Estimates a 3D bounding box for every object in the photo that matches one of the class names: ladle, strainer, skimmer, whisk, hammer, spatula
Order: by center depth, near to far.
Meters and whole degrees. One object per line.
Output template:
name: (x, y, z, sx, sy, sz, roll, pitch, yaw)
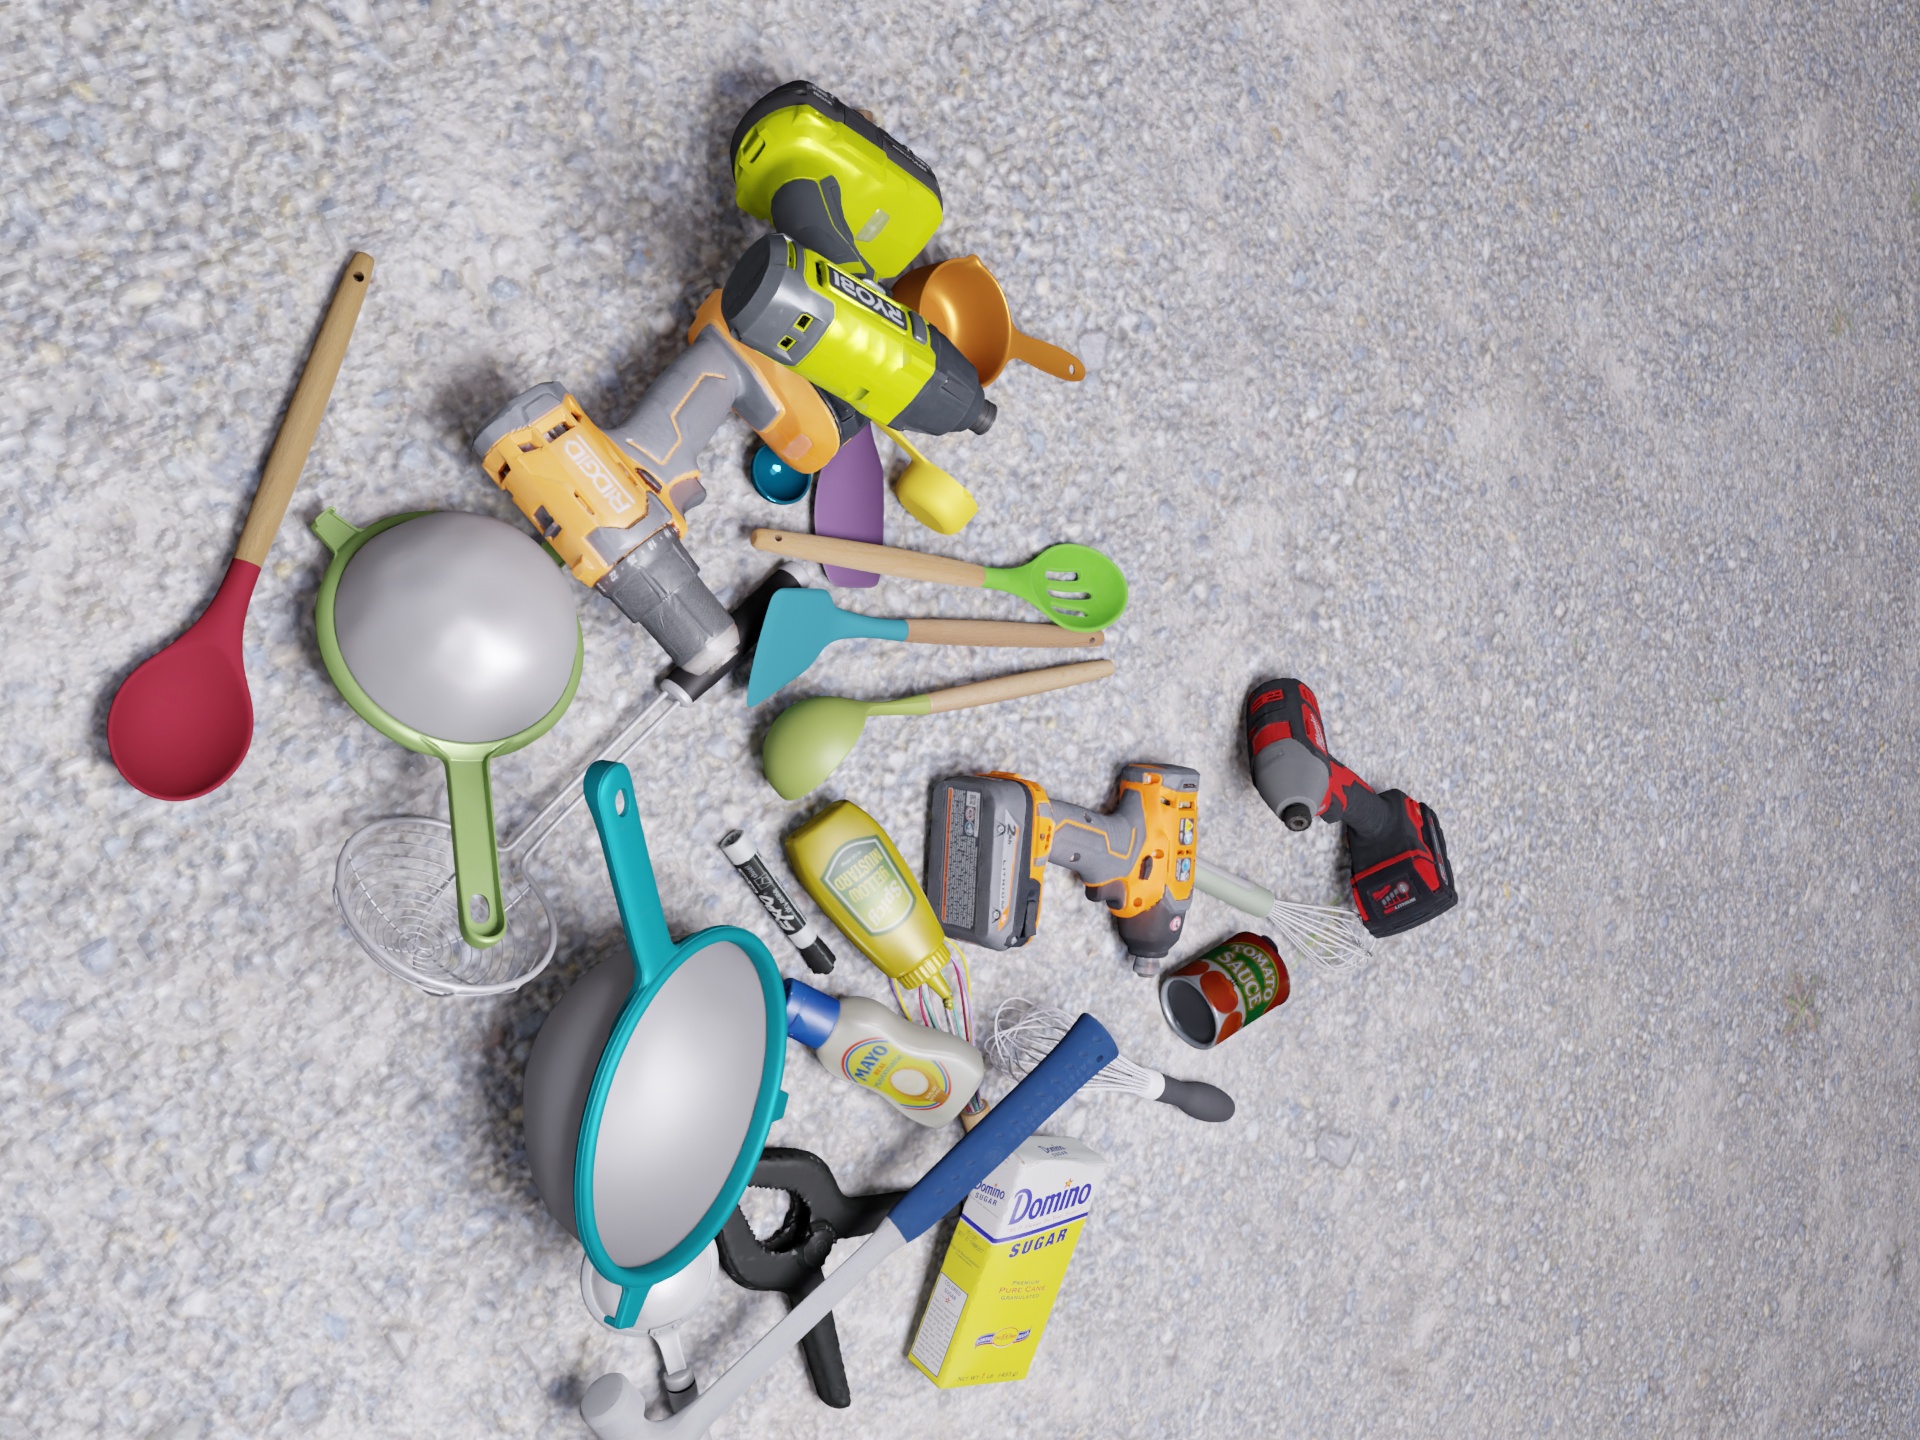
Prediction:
ladle: (-0.374, -0.109, 0.851, 0.069, 0.031, 0.315, 23, 78, -33)
strainer: (-0.259, -0.009, 0.857, 0.151, 0.069, 0.256, 3, 67, -36)
strainer: (-0.199, 0.163, 0.909, 0.211, 0.095, 0.340, -51, 143, -49)
skimmer: (-0.206, 0.014, 0.940, 0.127, 0.090, 0.363, 40, 64, 4)
strainer: (-0.180, 0.414, 1.017, 0.087, 0.050, 0.258, -16, 106, -17)
hammer: (-0.048, 0.344, 1.040, 0.405, 0.035, 0.144, -39, 121, -19)
spatula: (-0.070, -0.247, 1.065, 0.059, 0.018, 0.316, -1, 94, -42)
spatula: (-0.014, -0.055, 1.103, 0.317, 0.044, 0.082, -1, 118, -38)
ladle: (-0.002, -0.004, 1.110, 0.320, 0.078, 0.062, -12, 85, -41)
whisk: (0.007, 0.259, 1.141, 0.047, 0.051, 0.244, -33, 114, -36)
whisk: (0.123, 0.273, 1.219, 0.284, 0.070, 0.070, 27, 77, -39)
whisk: (0.256, 0.154, 1.312, 0.246, 0.058, 0.059, 27, 108, -30)

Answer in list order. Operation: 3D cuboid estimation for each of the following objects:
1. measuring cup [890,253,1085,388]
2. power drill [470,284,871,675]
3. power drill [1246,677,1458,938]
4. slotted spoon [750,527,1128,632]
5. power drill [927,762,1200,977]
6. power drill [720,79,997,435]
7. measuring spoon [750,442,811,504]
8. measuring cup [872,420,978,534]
measuring cup: (0.016, -0.262, 1.111, 0.173, 0.052, 0.095, 8, 87, -47)
power drill: (-0.146, -0.149, 0.941, 0.185, 0.084, 0.226, 51, 55, -8)
power drill: (0.312, 0.076, 1.297, 0.219, 0.078, 0.143, 42, 33, -29)
slotted spoon: (-0.008, -0.105, 1.105, 0.313, 0.031, 0.070, 5, 70, -37)
power drill: (0.086, 0.114, 1.165, 0.226, 0.084, 0.164, 1, 93, -40)
power drill: (-0.060, -0.265, 0.939, 0.171, 0.080, 0.223, 24, 39, -33)
measuring spoon: (-0.111, -0.199, 1.044, 0.042, 0.021, 0.129, 22, 71, -29)
measuring cup: (-0.048, -0.176, 1.055, 0.156, 0.062, 0.029, 41, 82, -37)
